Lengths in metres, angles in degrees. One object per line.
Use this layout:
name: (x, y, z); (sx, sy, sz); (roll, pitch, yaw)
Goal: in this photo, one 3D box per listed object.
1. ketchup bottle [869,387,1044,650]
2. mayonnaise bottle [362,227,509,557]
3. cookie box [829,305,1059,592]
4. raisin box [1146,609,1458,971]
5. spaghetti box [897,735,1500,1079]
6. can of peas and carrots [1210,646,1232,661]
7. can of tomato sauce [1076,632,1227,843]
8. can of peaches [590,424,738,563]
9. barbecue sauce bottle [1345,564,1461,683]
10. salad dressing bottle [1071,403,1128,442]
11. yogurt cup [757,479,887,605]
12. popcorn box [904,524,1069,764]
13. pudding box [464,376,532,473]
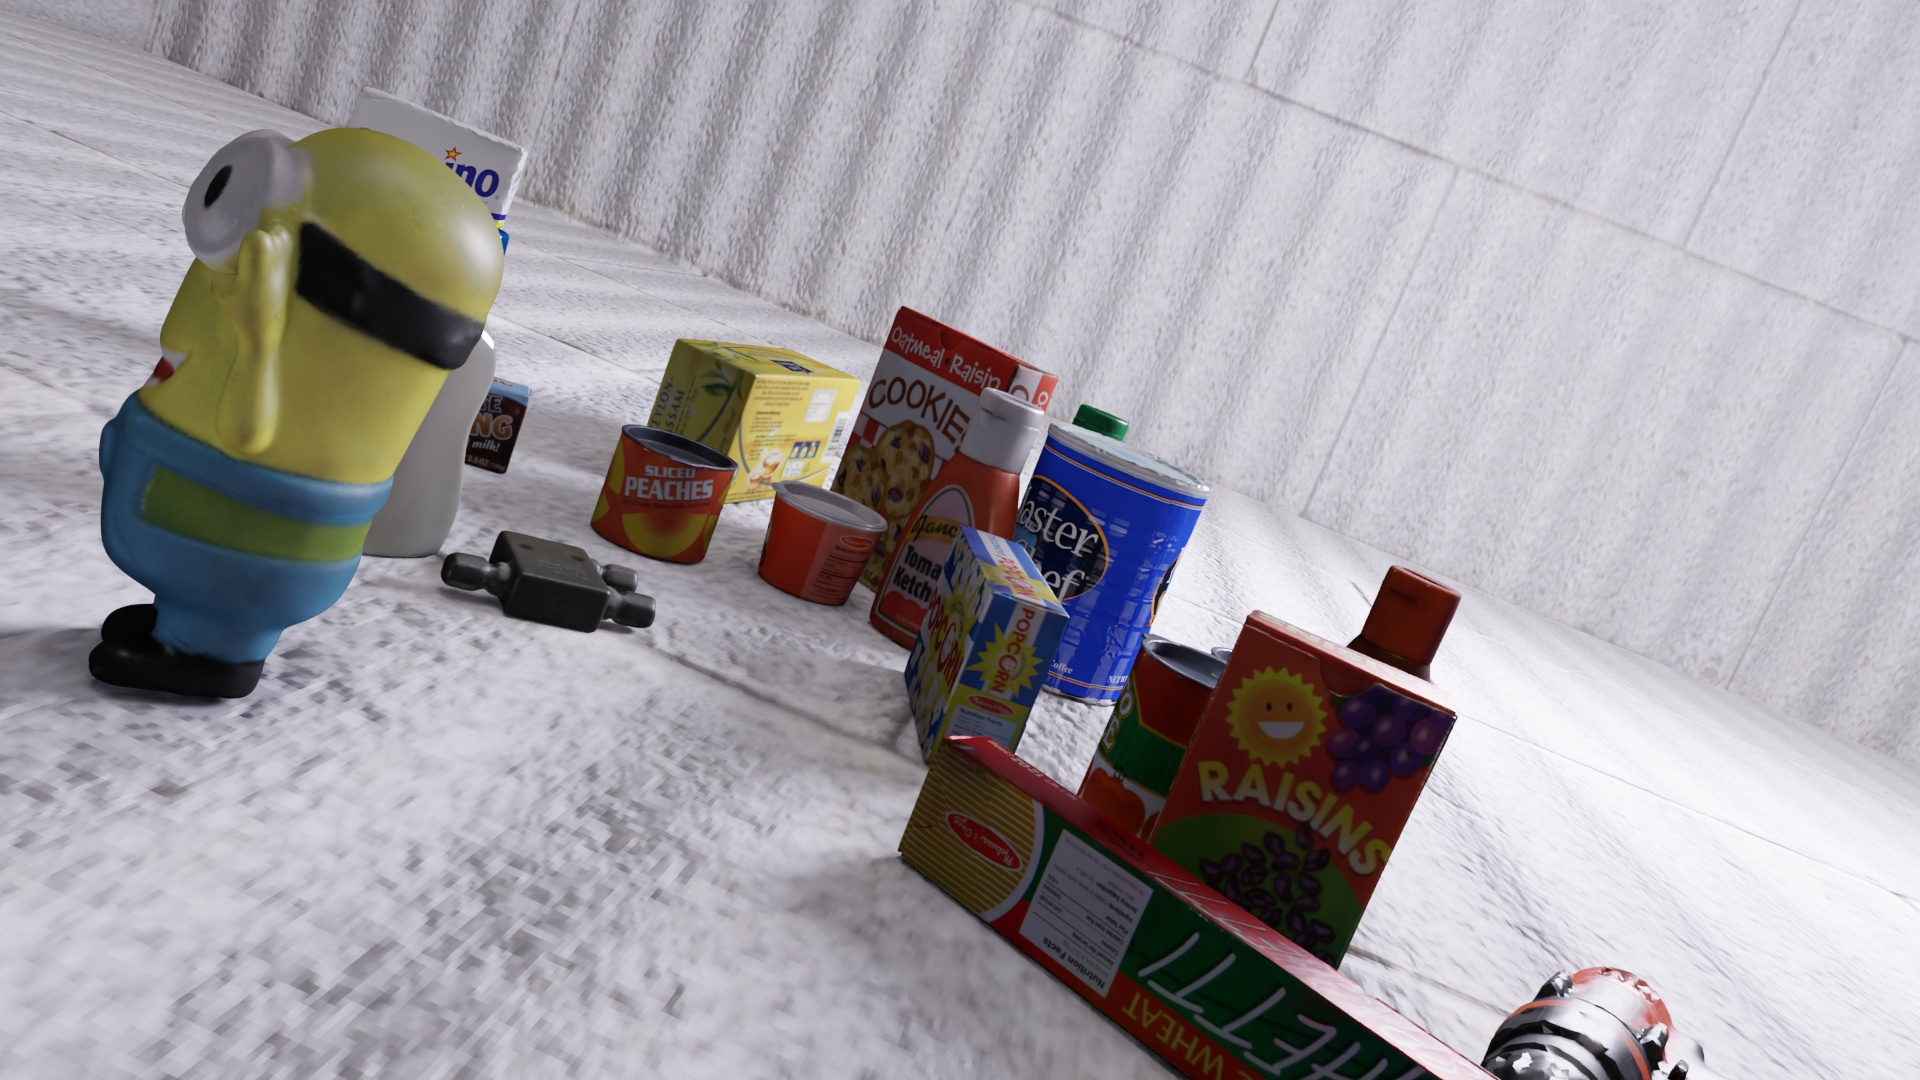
ketchup bottle: (0.003, -0.010, 0.770); (0.065, 0.148, 0.043); (27, 11, 28)
mayonnaise bottle: (-0.233, -0.067, 0.593); (0.041, 0.147, 0.065); (29, 13, 36)
cookie box: (-0.020, -0.048, 0.861); (0.040, 0.167, 0.123); (12, 14, -43)
raisin box: (0.128, 0.100, 0.544); (0.086, 0.123, 0.040); (25, 10, 15)
spaghetti box: (0.081, 0.143, 0.438); (0.250, 0.050, 0.029); (29, 13, 36)
can of peas and carrots: (0.162, 0.101, 0.780); (0.071, 0.058, 0.071); (21, 10, -4)
can of tomato sauce: (0.094, 0.093, 0.617); (0.071, 0.083, 0.071); (21, 10, -4)
can of peaches: (-0.163, -0.025, 0.765); (0.071, 0.058, 0.071); (21, 10, -4)
barbecue sauce bottle: (0.197, 0.086, 0.680); (0.044, 0.148, 0.065); (12, 14, -45)
salad dressing bottle: (0.072, -0.020, 0.958); (0.044, 0.147, 0.064); (15, 12, -35)
yogurt cup: (-0.082, 0.002, 0.800); (0.072, 0.054, 0.072); (21, 10, -4)
popcorn box: (0.009, 0.050, 0.659); (0.038, 0.085, 0.127); (20, 11, -11)
pudding box: (-0.290, -0.075, 0.784); (0.084, 0.049, 0.030); (18, 11, -21)
